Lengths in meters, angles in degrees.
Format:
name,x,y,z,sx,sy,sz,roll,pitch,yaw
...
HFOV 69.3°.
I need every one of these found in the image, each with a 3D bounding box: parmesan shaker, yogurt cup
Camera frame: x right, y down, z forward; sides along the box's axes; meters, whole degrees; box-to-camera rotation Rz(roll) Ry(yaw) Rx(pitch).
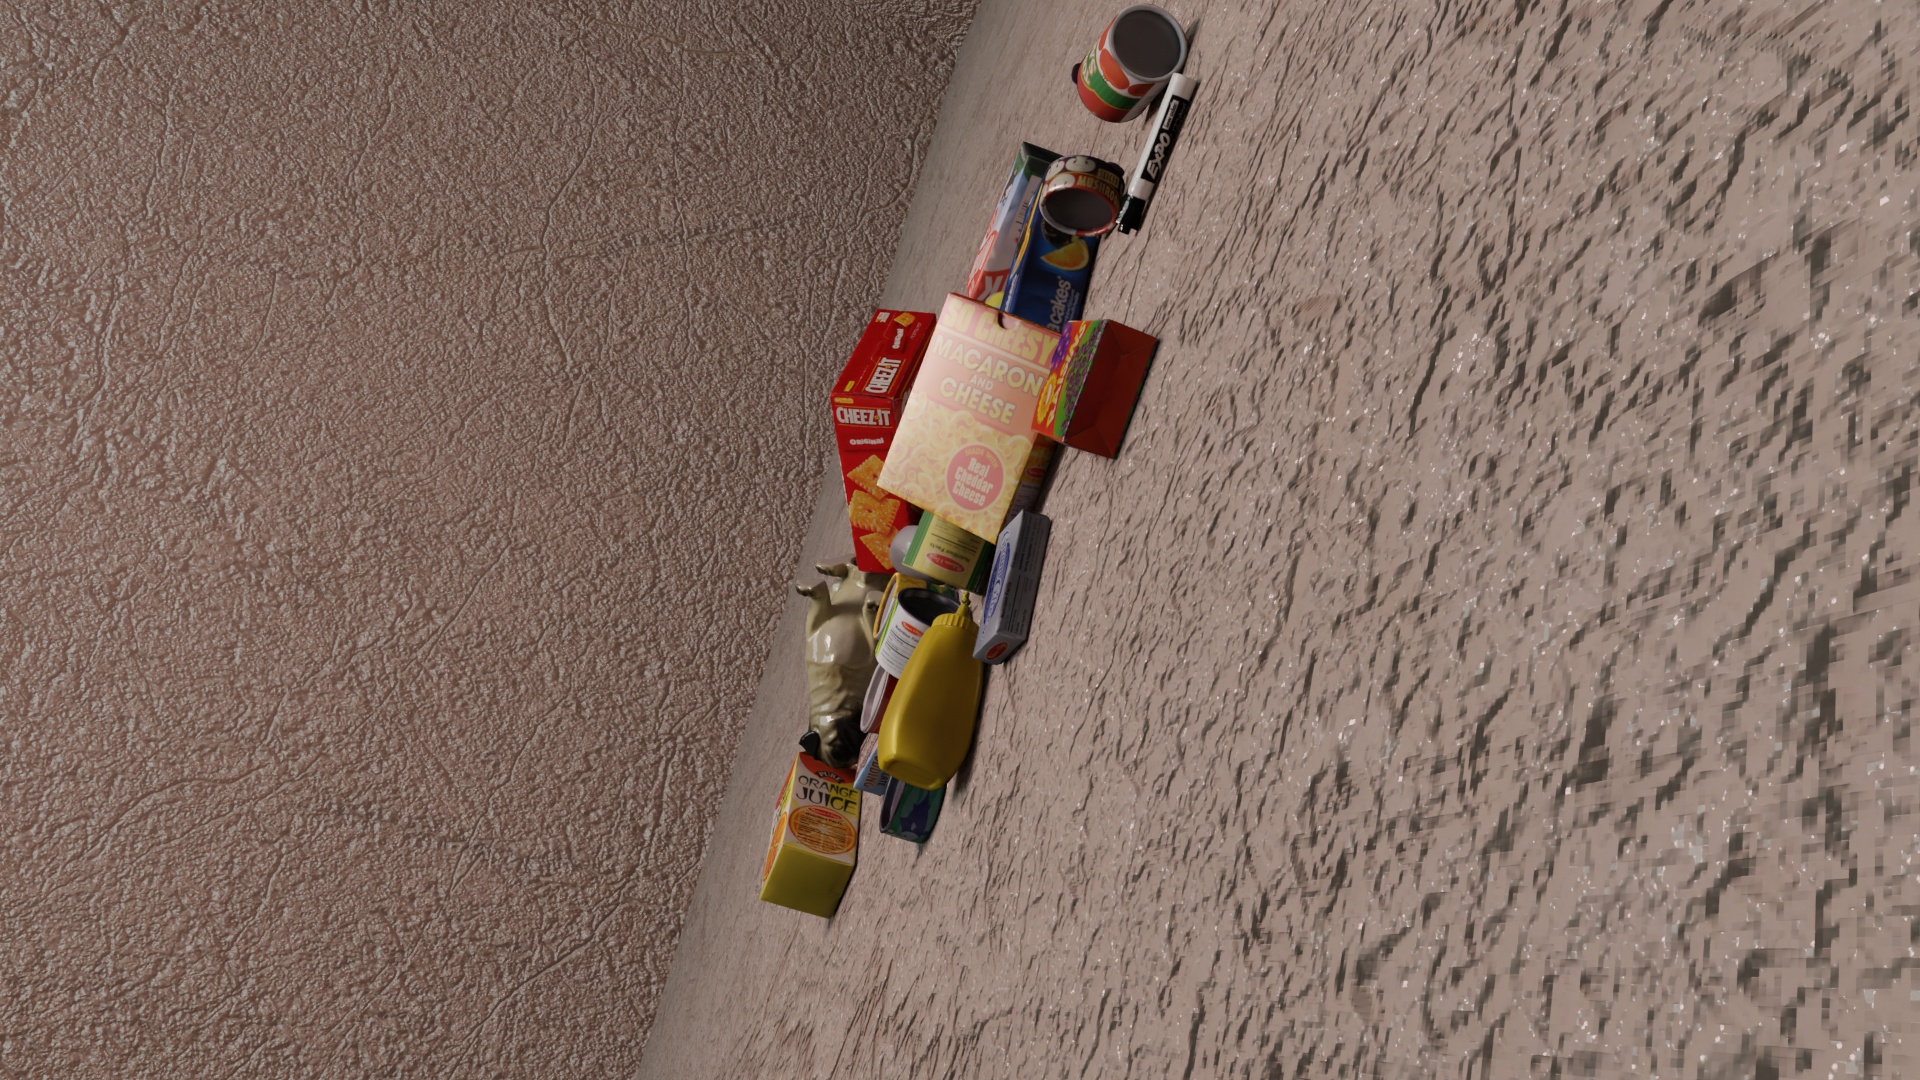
name,x,y,z,sx,sy,sz,roll,pitch,yaw
parmesan shaker,0.004,-0.014,1.149,0.071,0.071,0.103,-164,97,-80
yogurt cup,-0.049,0.138,1.183,0.072,0.054,0.072,-159,88,-80

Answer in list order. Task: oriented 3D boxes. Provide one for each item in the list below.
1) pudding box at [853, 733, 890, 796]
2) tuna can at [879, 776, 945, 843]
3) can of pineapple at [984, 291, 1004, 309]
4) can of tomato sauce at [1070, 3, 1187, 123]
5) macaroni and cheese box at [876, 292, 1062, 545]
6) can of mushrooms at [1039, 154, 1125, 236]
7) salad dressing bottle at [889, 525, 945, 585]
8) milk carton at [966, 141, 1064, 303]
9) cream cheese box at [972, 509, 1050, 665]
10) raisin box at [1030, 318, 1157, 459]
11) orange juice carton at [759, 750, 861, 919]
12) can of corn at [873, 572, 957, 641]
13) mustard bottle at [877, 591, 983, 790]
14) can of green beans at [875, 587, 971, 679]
name,x,y,z,sx,sy,sz,roll,pitch,yaw
pudding box,-0.068,0.189,1.260,0.050,0.030,0.083,-82,15,-44
tuna can,-0.036,0.195,1.067,0.071,0.033,0.071,-159,88,-80
can of pineapple,0.044,-0.178,1.227,0.070,0.071,0.058,131,157,-65
can of tomato sauce,0.135,-0.384,1.117,0.083,0.071,0.071,159,129,-76
macaroni and cheese box,0.018,-0.095,1.081,0.040,0.124,0.166,5,-72,-58
can of mushrooms,0.100,-0.280,1.129,0.070,0.071,0.033,130,157,-63
salad dressing bottle,-0.021,0.013,1.257,0.044,0.064,0.147,-51,14,-14
milk carton,0.058,-0.266,1.302,0.072,0.073,0.189,-93,24,-64
cream cheese box,0.037,0.033,1.003,0.053,0.024,0.104,129,157,-59
raisin box,0.087,-0.105,0.948,0.123,0.040,0.086,-131,59,-79
orange juice carton,-0.144,0.277,1.377,0.193,0.073,0.071,-92,23,-64
can of corn,-0.041,0.067,1.259,0.071,0.058,0.071,-159,88,-80
mustard bottle,-0.013,0.106,1.041,0.048,0.065,0.161,-48,18,52
can of green beans,-0.031,0.081,1.159,0.071,0.071,0.057,-94,25,-66
